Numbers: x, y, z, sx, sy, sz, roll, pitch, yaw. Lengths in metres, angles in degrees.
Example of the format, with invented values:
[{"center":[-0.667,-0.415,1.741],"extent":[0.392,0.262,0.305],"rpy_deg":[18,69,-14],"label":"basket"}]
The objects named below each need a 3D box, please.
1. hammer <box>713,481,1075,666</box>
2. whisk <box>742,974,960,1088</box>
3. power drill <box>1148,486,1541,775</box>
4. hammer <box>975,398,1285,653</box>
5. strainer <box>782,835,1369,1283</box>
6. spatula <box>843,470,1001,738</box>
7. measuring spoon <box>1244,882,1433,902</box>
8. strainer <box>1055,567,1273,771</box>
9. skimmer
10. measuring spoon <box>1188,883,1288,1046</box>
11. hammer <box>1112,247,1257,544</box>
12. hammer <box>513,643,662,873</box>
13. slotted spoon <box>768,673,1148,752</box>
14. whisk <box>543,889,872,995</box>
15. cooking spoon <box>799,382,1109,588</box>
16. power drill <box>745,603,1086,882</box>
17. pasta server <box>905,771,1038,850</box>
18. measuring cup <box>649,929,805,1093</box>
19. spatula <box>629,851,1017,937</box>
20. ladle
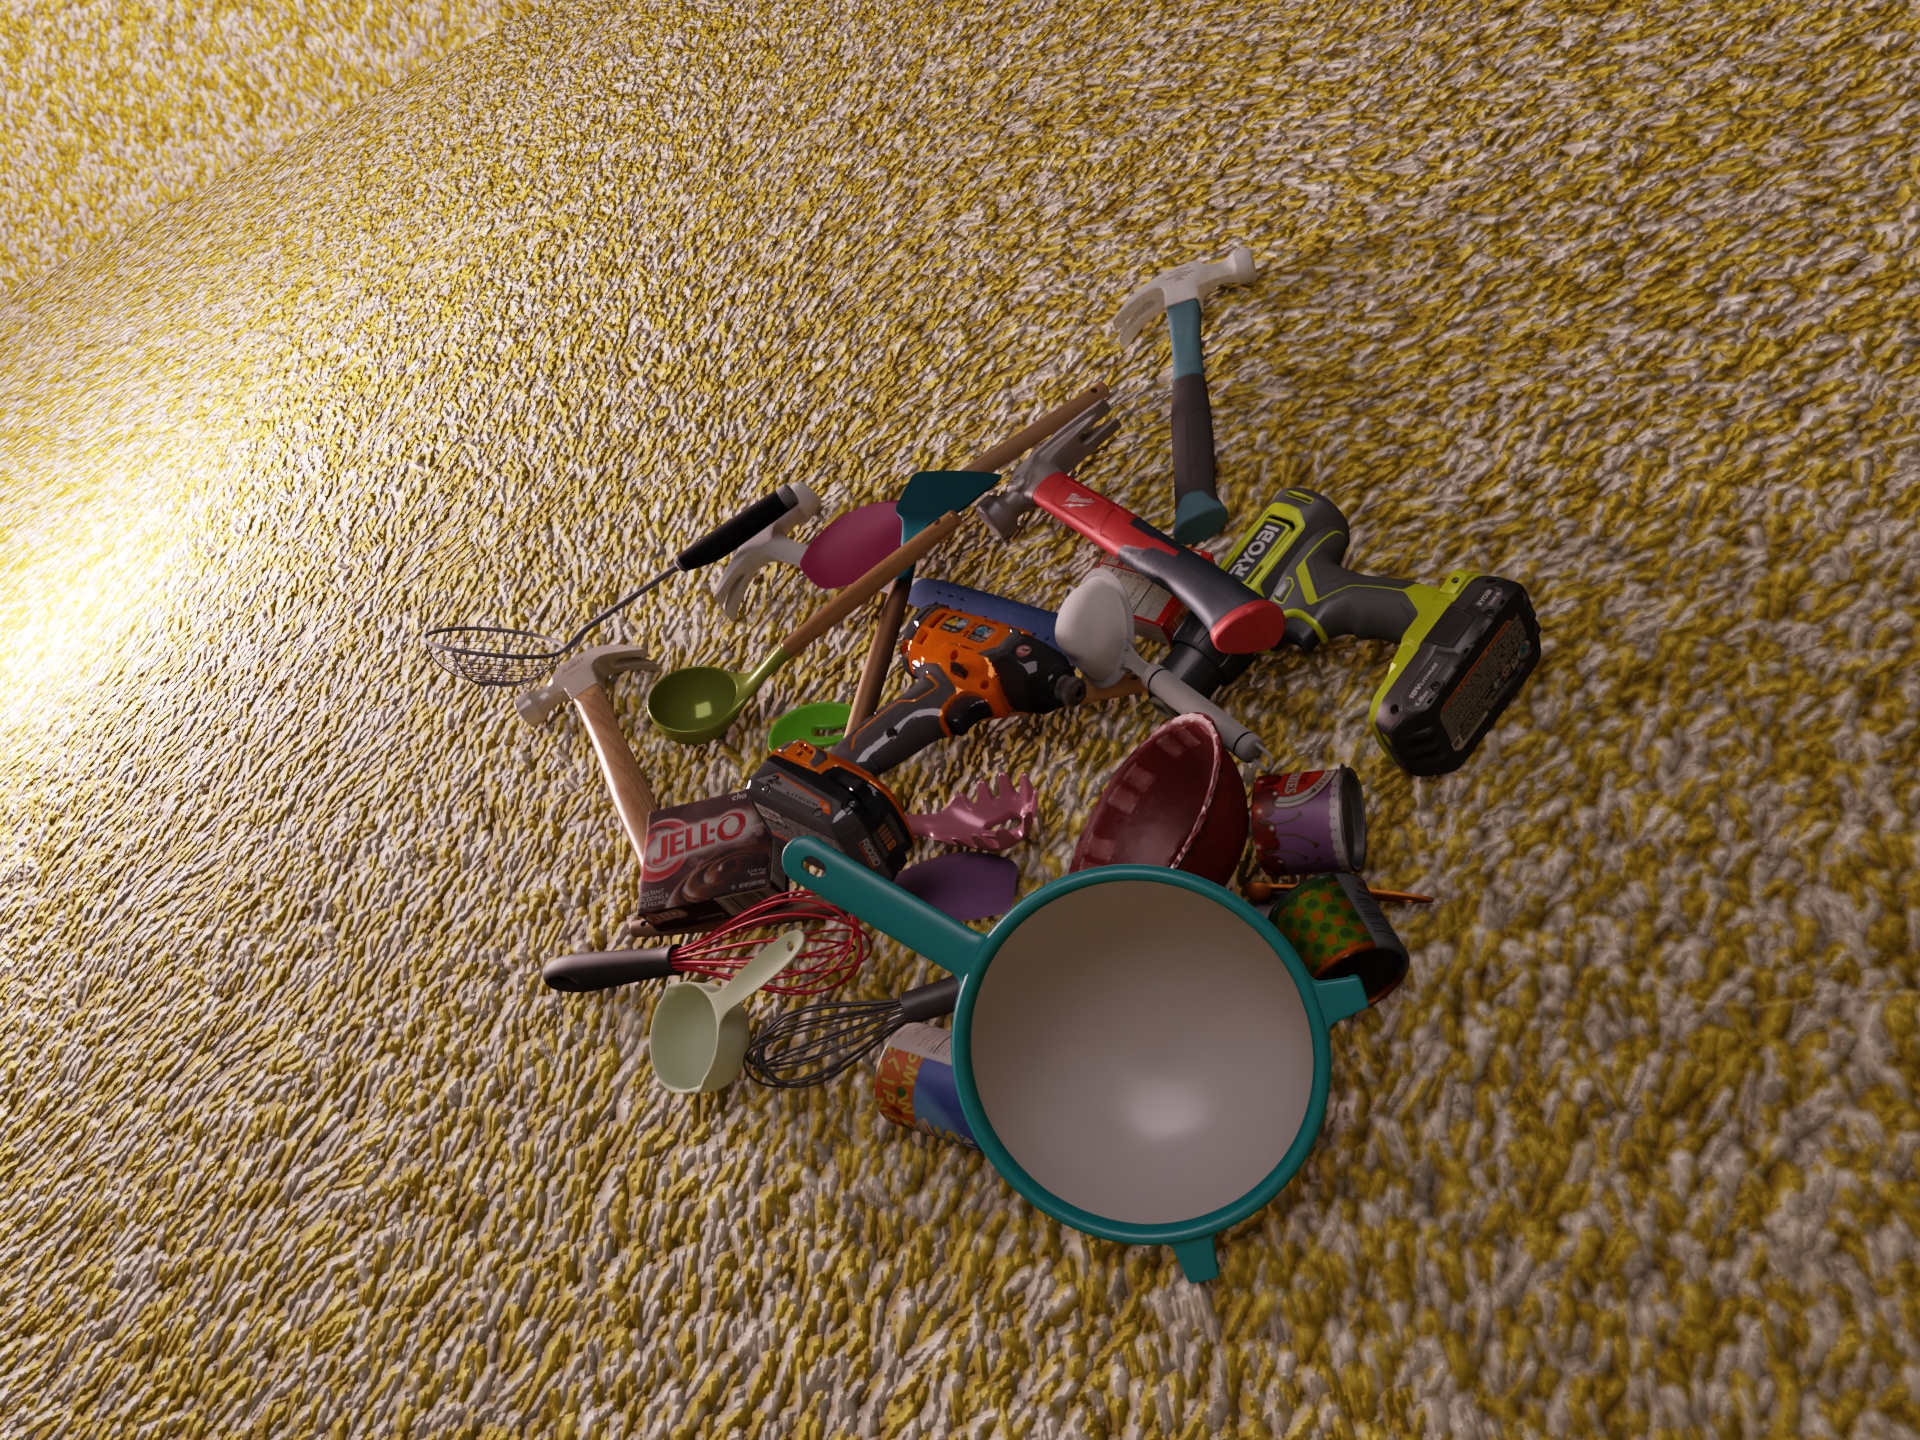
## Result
[{"center":[-0.046,-0.105,1.323],"extent":[0.406,0.035,0.144],"rpy_deg":[21,65,40],"label":"hammer"},{"center":[-0.033,0.194,1.057],"extent":[0.239,0.055,0.055],"rpy_deg":[-20,46,8],"label":"whisk"},{"center":[0.251,-0.052,1.080],"extent":[0.190,0.080,0.229],"rpy_deg":[-51,44,-10],"label":"power drill"},{"center":[0.139,-0.144,1.183],"extent":[0.143,0.038,0.387],"rpy_deg":[-41,32,-1],"label":"hammer"},{"center":[0.052,0.154,0.933],"extent":[0.340,0.095,0.211],"rpy_deg":[28,98,14],"label":"strainer"},{"center":[-0.048,-0.080,1.260],"extent":[0.082,0.044,0.318],"rpy_deg":[6,65,23],"label":"spatula"},{"center":[0.233,0.110,0.987],"extent":[0.117,0.021,0.011],"rpy_deg":[2,74,24],"label":"measuring spoon"},{"center":[0.128,-0.034,1.093],"extent":[0.050,0.086,0.259],"rpy_deg":[-9,33,-32],"label":"strainer"},{"center":[-0.318,-0.135,1.441],"extent":[0.363,0.090,0.127],"rpy_deg":[-31,7,11],"label":"skimmer"},{"center":[0.179,0.154,0.992],"extent":[0.034,0.018,0.124],"rpy_deg":[12,53,33],"label":"measuring spoon"},{"center":[0.193,-0.274,1.331],"extent":[0.128,0.033,0.331],"rpy_deg":[-13,48,19],"label":"hammer"},{"center":[-0.282,0.043,1.335],"extent":[0.130,0.031,0.332],"rpy_deg":[-35,45,-1],"label":"hammer"},{"center":[-0.002,-0.004,1.218],"extent":[0.314,0.031,0.070],"rpy_deg":[-10,49,20],"label":"slotted spoon"},{"center":[-0.191,0.171,1.156],"extent":[0.296,0.073,0.073],"rpy_deg":[-12,48,28],"label":"whisk"},{"center":[0.001,-0.204,1.357],"extent":[0.319,0.017,0.069],"rpy_deg":[-35,59,-14],"label":"cooking spoon"},{"center":[-0.024,0.013,1.132],"extent":[0.164,0.084,0.226],"rpy_deg":[20,56,43],"label":"power drill"},{"center":[-0.079,0.073,1.189],"extent":[0.316,0.040,0.060],"rpy_deg":[-1,45,30],"label":"pasta server"},{"center":[-0.149,0.193,1.085],"extent":[0.167,0.038,0.083],"rpy_deg":[-42,54,25],"label":"measuring cup"},{"center":[-0.106,0.135,1.164],"extent":[0.316,0.018,0.060],"rpy_deg":[-10,48,21],"label":"spatula"},{"center":[-0.128,-0.078,1.271],"extent":[0.320,0.062,0.078],"rpy_deg":[-35,40,26],"label":"ladle"}]
